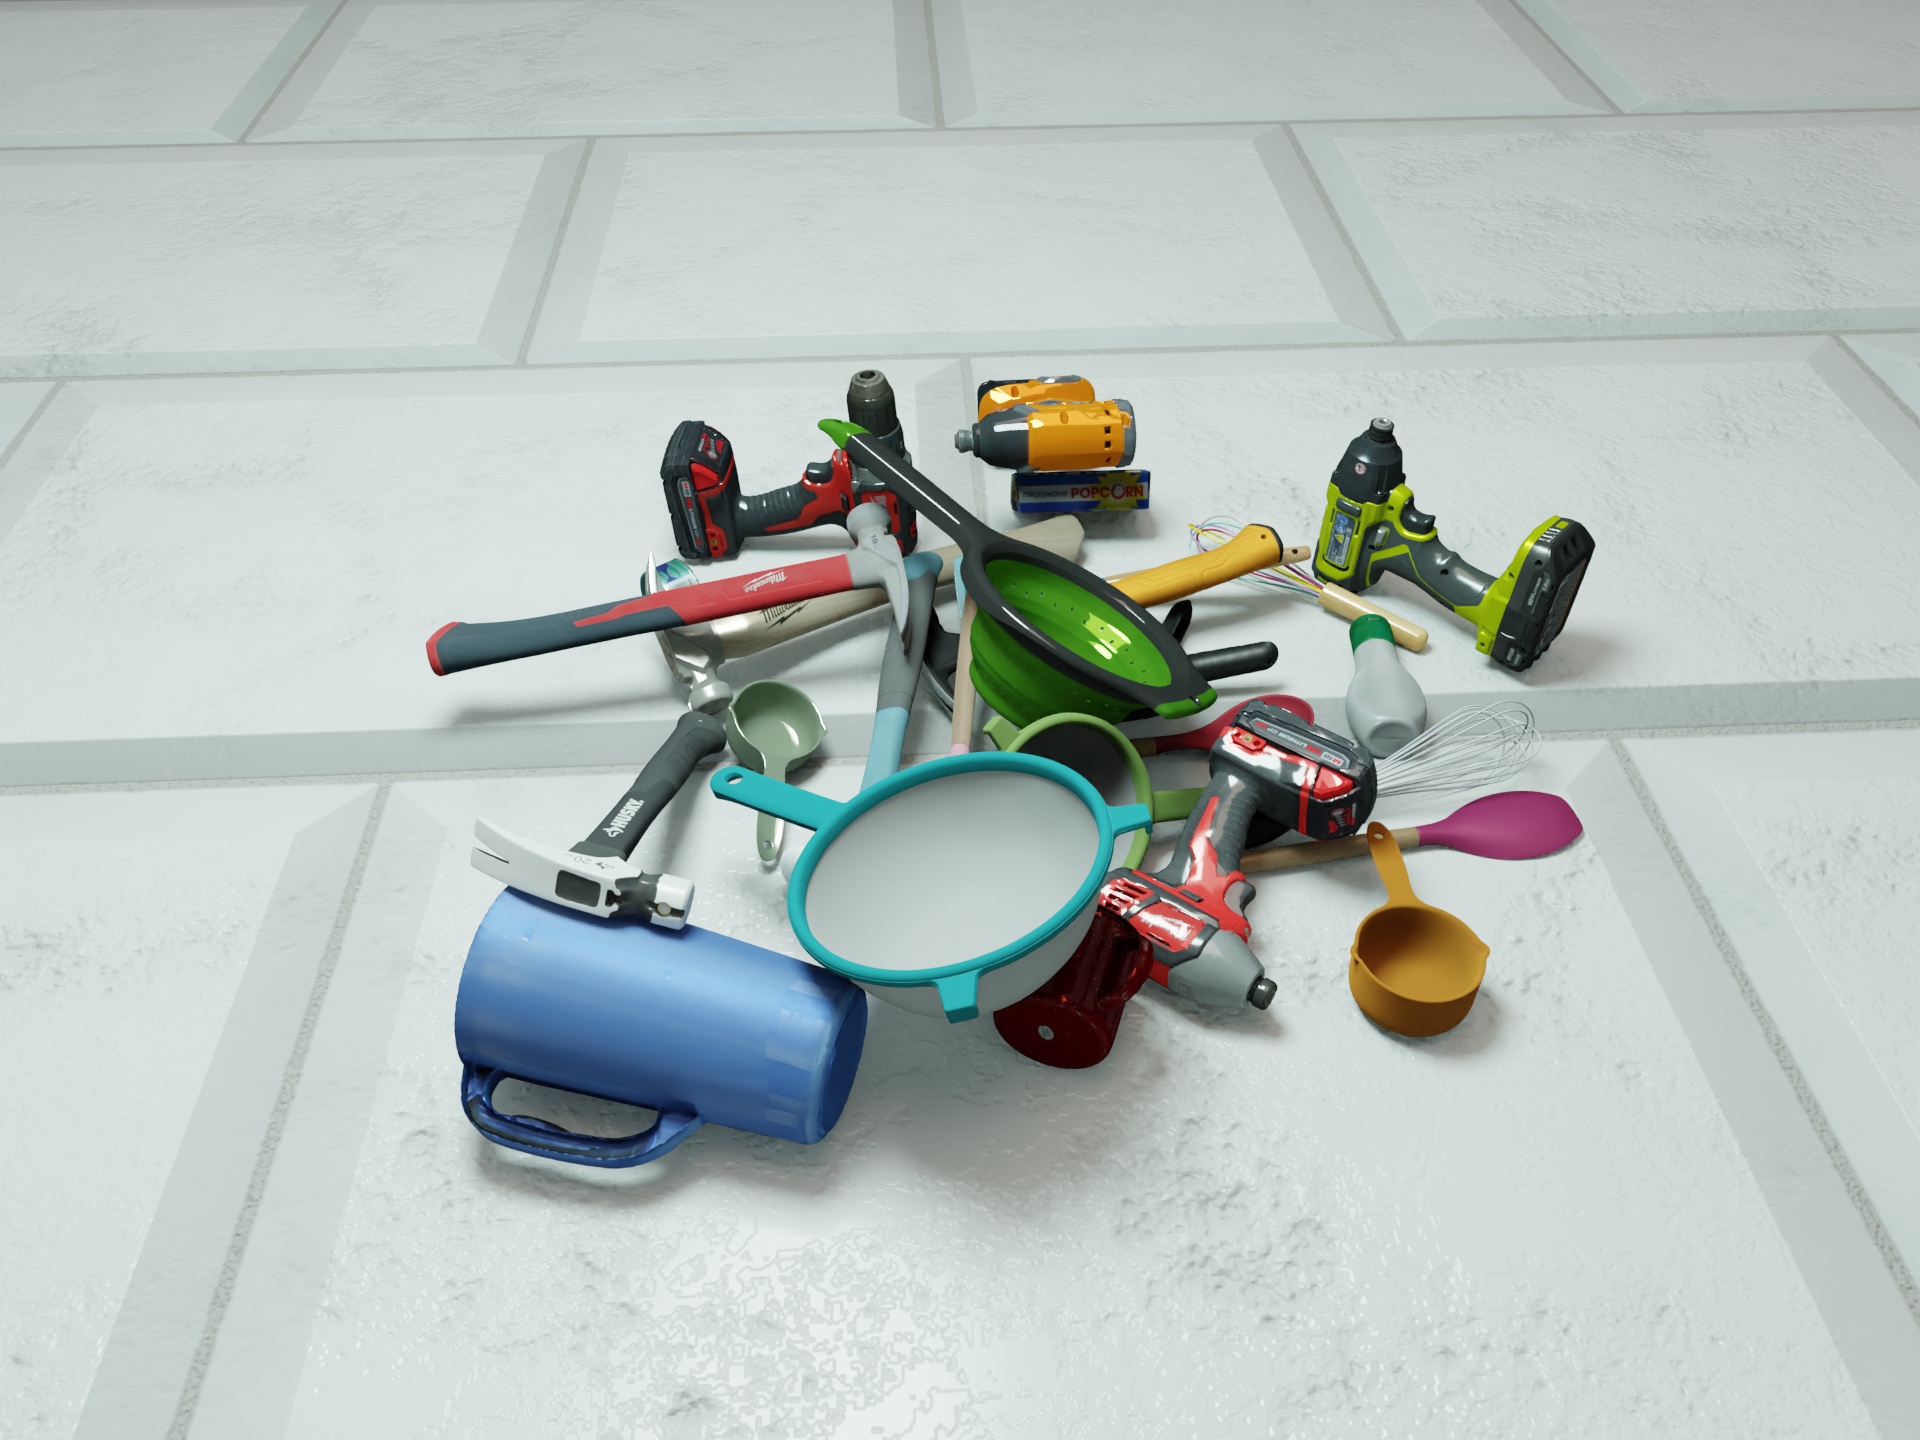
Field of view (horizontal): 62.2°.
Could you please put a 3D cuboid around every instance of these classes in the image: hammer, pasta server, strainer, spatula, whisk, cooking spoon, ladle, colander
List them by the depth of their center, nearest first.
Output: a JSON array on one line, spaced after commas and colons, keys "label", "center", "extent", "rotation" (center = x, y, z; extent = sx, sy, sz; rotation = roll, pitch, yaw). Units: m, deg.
[{"label": "strainer", "center": [-0.044, 0.106, 1.060], "extent": [0.341, 0.095, 0.211], "rotation": [16, 46, 41]}, {"label": "hammer", "center": [-0.231, 0.054, 1.144], "extent": [0.146, 0.035, 0.335], "rotation": [14, 18, 0]}, {"label": "strainer", "center": [0.108, 0.065, 1.197], "extent": [0.256, 0.151, 0.069], "rotation": [-4, 5, -33]}, {"label": "cooking spoon", "center": [0.322, 0.092, 1.209], "extent": [0.319, 0.017, 0.069], "rotation": [-8, 44, -9]}, {"label": "whisk", "center": [0.324, 0.047, 1.233], "extent": [0.284, 0.070, 0.070], "rotation": [-18, 44, -12]}, {"label": "hammer", "center": [-0.053, -0.014, 1.260], "extent": [0.128, 0.033, 0.331], "rotation": [-13, 44, 22]}, {"label": "pasta server", "center": [-0.002, -0.004, 1.260], "extent": [0.060, 0.040, 0.316], "rotation": [-18, 48, 28]}, {"label": "colander", "center": [0.016, -0.098, 1.265], "extent": [0.397, 0.094, 0.204], "rotation": [41, 25, 19]}, {"label": "hammer", "center": [-0.233, -0.078, 1.280], "extent": [0.386, 0.038, 0.143], "rotation": [-12, 55, -4]}, {"label": "ladle", "center": [0.131, 0.024, 1.281], "extent": [0.315, 0.031, 0.069], "rotation": [-8, 39, -7]}, {"label": "hammer", "center": [0.125, -0.096, 1.364], "extent": [0.337, 0.034, 0.127], "rotation": [-19, 53, -9]}, {"label": "hammer", "center": [-0.073, -0.128, 1.411], "extent": [0.410, 0.038, 0.146], "rotation": [-19, 75, -25]}, {"label": "spatula", "center": [0.155, -0.127, 1.415], "extent": [0.317, 0.044, 0.082], "rotation": [-9, 69, 2]}, {"label": "whisk", "center": [0.308, -0.124, 1.437], "extent": [0.245, 0.047, 0.051], "rotation": [31, 77, 25]}]

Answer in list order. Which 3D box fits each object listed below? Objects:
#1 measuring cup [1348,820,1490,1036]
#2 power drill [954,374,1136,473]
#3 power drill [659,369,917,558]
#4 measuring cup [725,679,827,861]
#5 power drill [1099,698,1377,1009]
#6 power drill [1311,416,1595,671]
[{"label": "measuring cup", "center": [0.309, 0.147, 1.123], "extent": [0.095, 0.052, 0.174], "rotation": [-1, 40, -1]}, {"label": "power drill", "center": [0.070, -0.281, 1.525], "extent": [0.164, 0.084, 0.227], "rotation": [-4, 16, -4]}, {"label": "power drill", "center": [-0.153, -0.231, 1.455], "extent": [0.226, 0.187, 0.080], "rotation": [0, 42, 6]}, {"label": "measuring cup", "center": [-0.151, 0.045, 1.250], "extent": [0.083, 0.038, 0.168], "rotation": [14, 52, -20]}, {"label": "power drill", "center": [0.201, 0.102, 1.133], "extent": [0.143, 0.078, 0.220], "rotation": [28, 64, 27]}, {"label": "power drill", "center": [0.419, -0.153, 1.376], "extent": [0.223, 0.171, 0.080], "rotation": [33, 51, 27]}]
